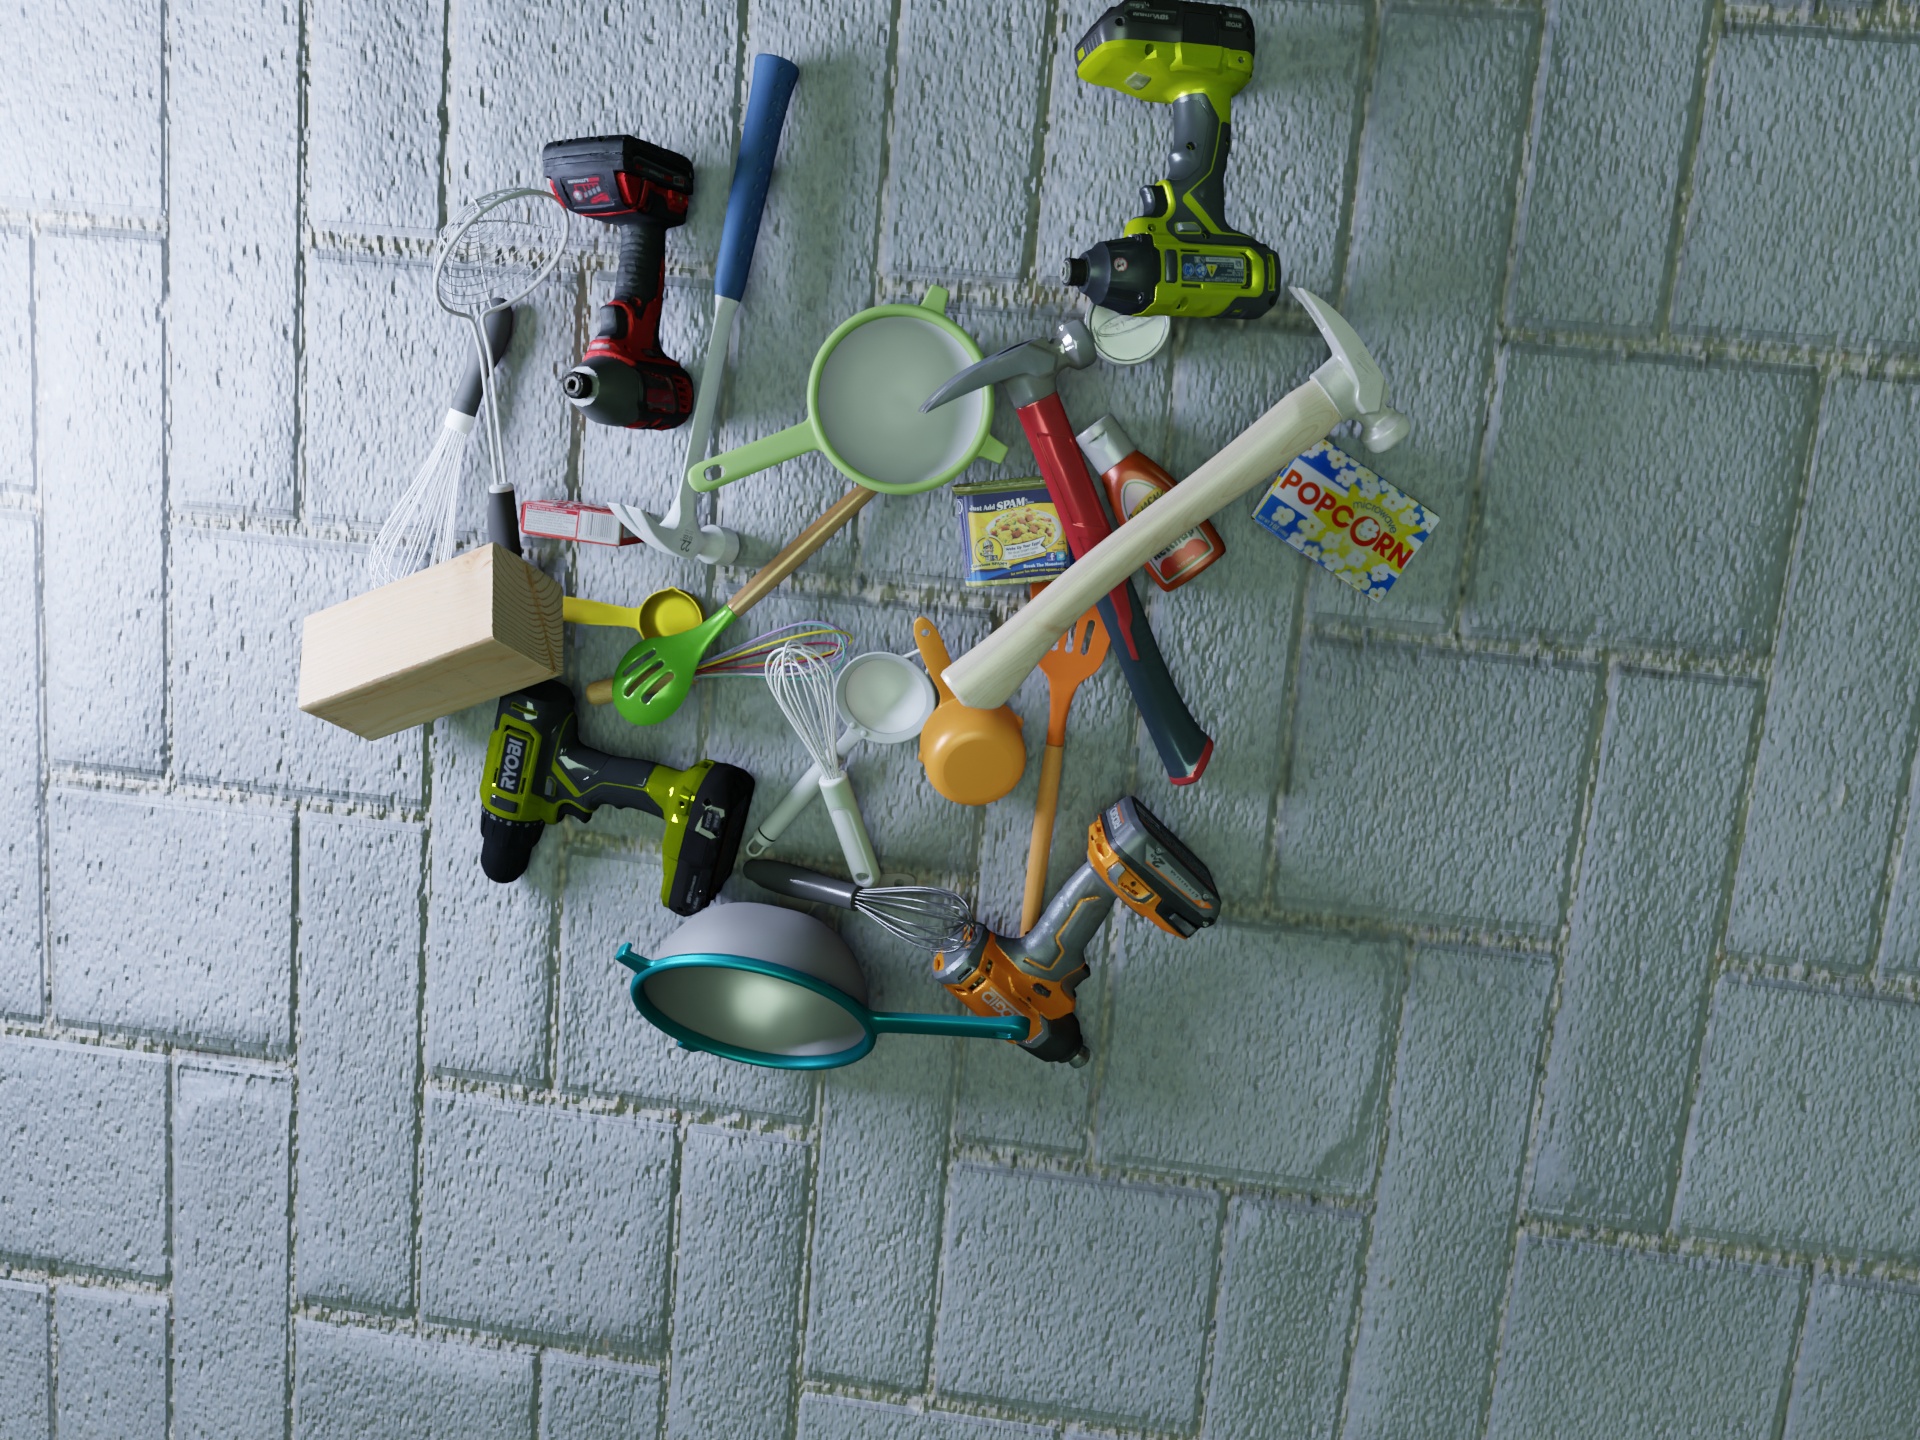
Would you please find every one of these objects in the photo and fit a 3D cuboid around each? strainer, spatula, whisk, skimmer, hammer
[{"bbox_3d":[-0.099,-0.238,1.294,0.256,0.069,0.151,-22,97,-3],"label":"strainer"},{"bbox_3d":[0.079,0.041,1.362,0.081,0.041,0.322,9,105,5],"label":"spatula"},{"bbox_3d":[-0.109,0.042,1.333,0.058,0.059,0.246,-6,120,18],"label":"whisk"},{"bbox_3d":[-0.367,-0.250,1.315,0.090,0.127,0.363,12,113,31],"label":"skimmer"},{"bbox_3d":[0.102,-0.113,1.277,0.143,0.038,0.386,-25,108,-4],"label":"hammer"},{"bbox_3d":[0.148,-0.157,1.232,0.410,0.038,0.146,-38,109,3],"label":"hammer"},{"bbox_3d":[-0.438,-0.225,1.360,0.070,0.070,0.284,23,97,2],"label":"whisk"},{"bbox_3d":[-0.208,-0.044,1.372,0.245,0.047,0.051,-12,100,13],"label":"whisk"},{"bbox_3d":[-0.193,-0.332,1.288,0.035,0.144,0.405,15,95,26],"label":"hammer"},{"bbox_3d":[-0.087,0.151,1.356,0.239,0.055,0.055,11,102,28],"label":"whisk"},{"bbox_3d":[-0.106,0.026,1.371,0.087,0.050,0.258,39,107,-11],"label":"strainer"},{"bbox_3d":[-0.105,0.217,1.346,0.340,0.210,0.095,1,55,12],"label":"strainer"}]

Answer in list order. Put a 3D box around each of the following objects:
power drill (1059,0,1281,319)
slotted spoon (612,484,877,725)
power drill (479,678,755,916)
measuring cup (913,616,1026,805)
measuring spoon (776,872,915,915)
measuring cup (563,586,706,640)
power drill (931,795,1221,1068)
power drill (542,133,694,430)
[{"bbox_3d":[0.154,-0.421,1.210,0.171,0.080,0.223,-2,90,-18],"label":"power drill"},{"bbox_3d":[-0.174,-0.111,1.339,0.314,0.031,0.070,-41,74,1],"label":"slotted spoon"},{"bbox_3d":[-0.310,0.083,1.383,0.228,0.080,0.190,19,111,5],"label":"power drill"},{"bbox_3d":[-0.002,-0.004,1.314,0.095,0.052,0.173,-20,122,4],"label":"measuring cup"},{"bbox_3d":[-0.100,0.153,1.405,0.124,0.018,0.034,-10,70,2],"label":"measuring spoon"},{"bbox_3d":[-0.295,-0.092,1.379,0.156,0.029,0.062,8,100,8],"label":"measuring cup"},{"bbox_3d":[0.109,0.190,1.349,0.226,0.084,0.164,-42,107,13],"label":"power drill"},{"bbox_3d":[-0.272,-0.345,1.274,0.078,0.143,0.219,3,98,22],"label":"power drill"}]
